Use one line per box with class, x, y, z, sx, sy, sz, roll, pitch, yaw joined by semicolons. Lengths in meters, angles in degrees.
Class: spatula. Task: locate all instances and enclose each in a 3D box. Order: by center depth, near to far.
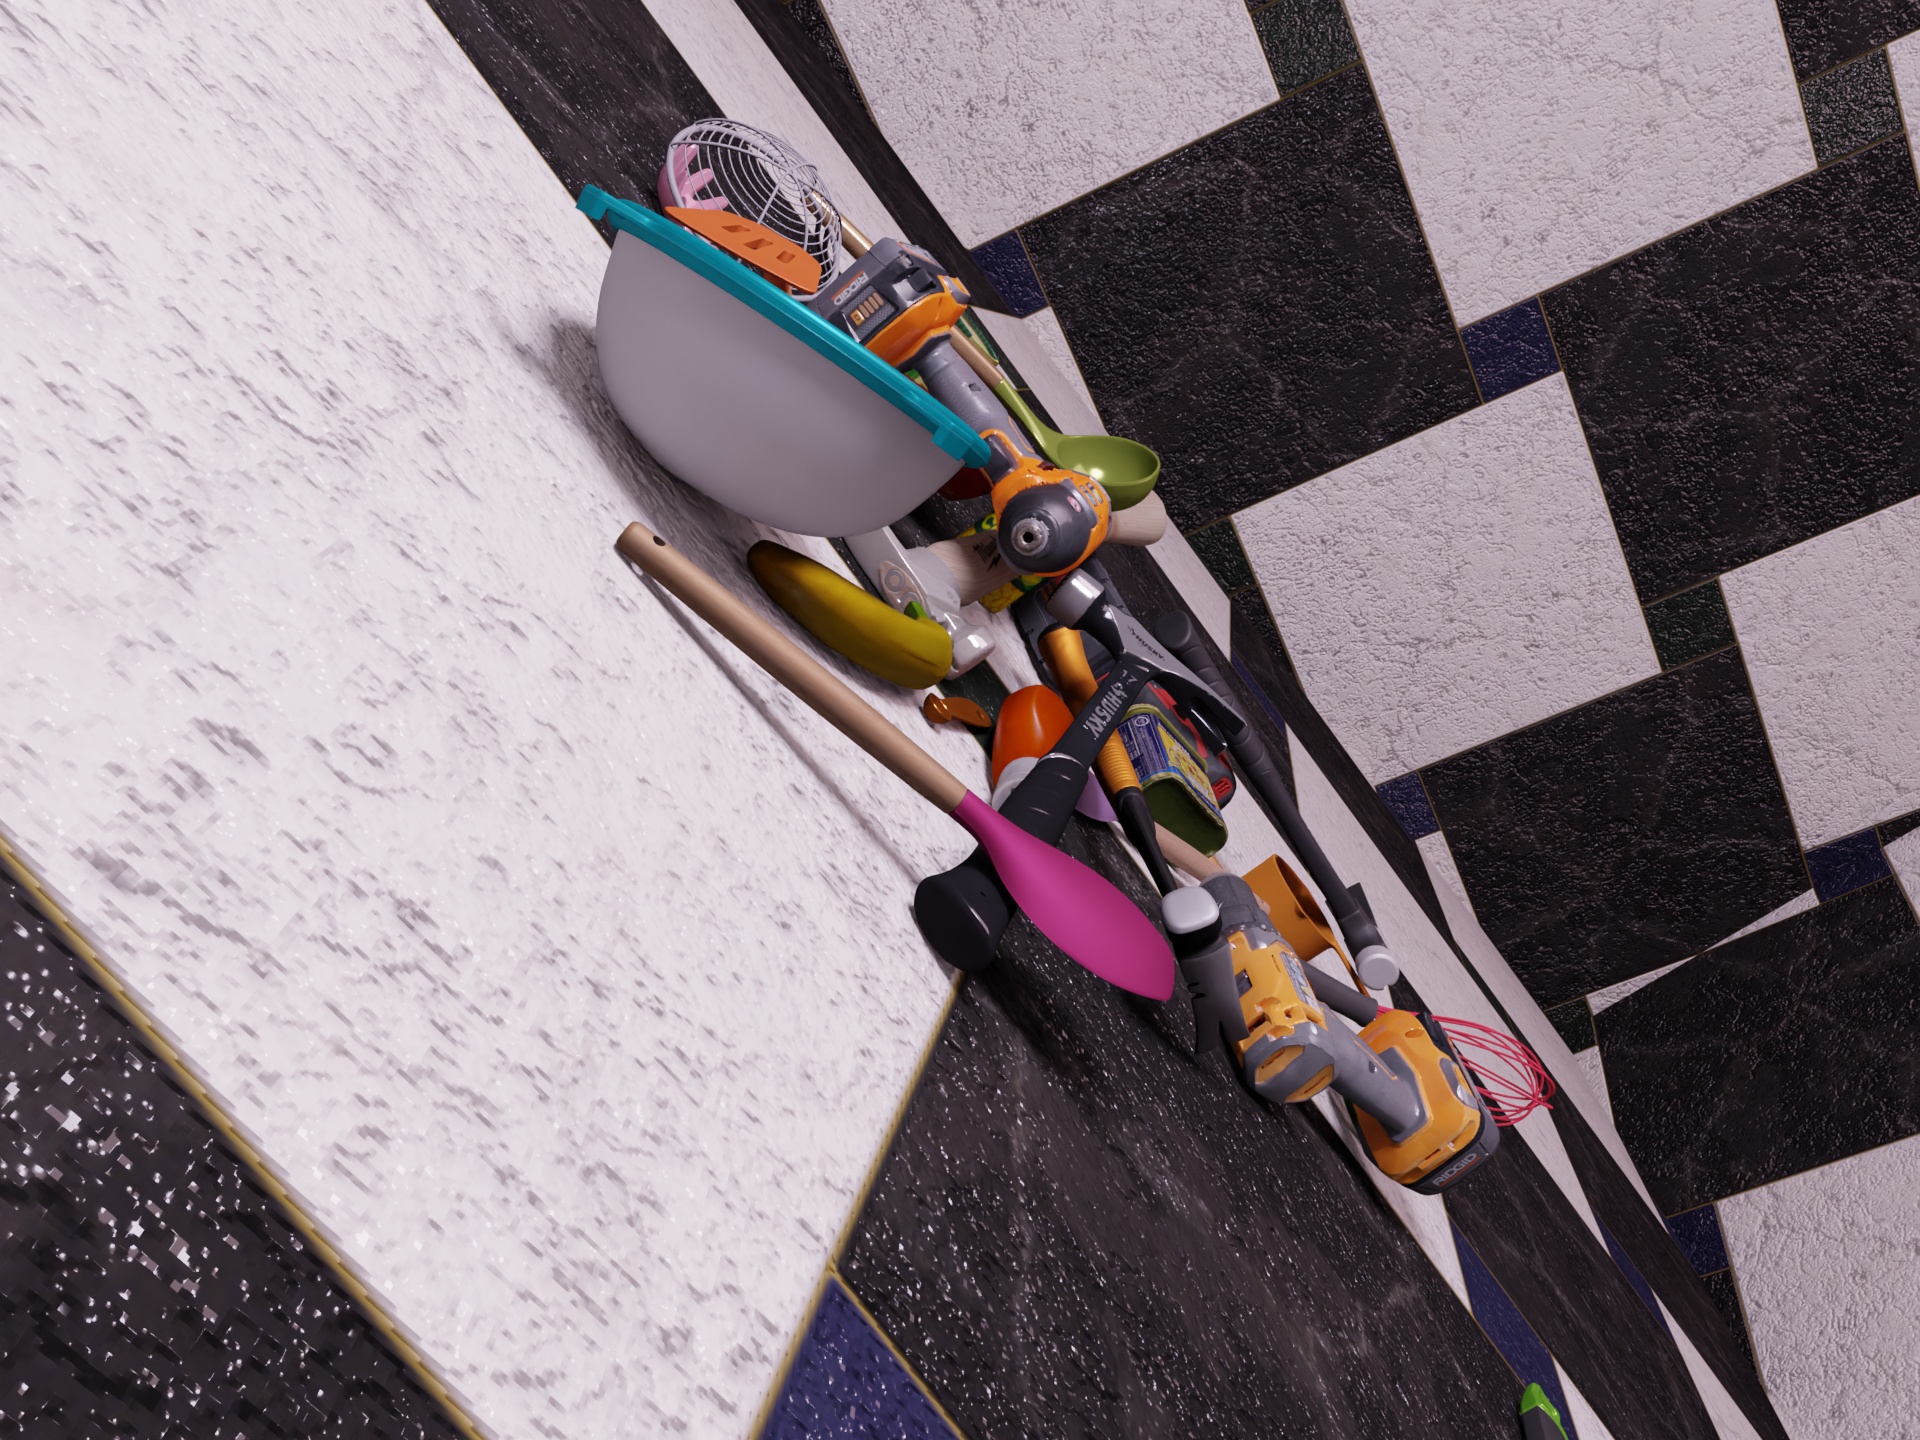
spatula;-0.109;-0.233;0.903;0.081;0.041;0.322;29;-3;-4
spatula;0.136;0.082;1.126;0.315;0.018;0.060;34;29;-41

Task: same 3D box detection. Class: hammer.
hammer;0.063;0.025;0.859;0.149;0.036;0.409;40;28;1
hammer;0.106;0.051;1.009;0.337;0.034;0.127;-109;180;-49
hammer;0.051;-0.137;1.131;0.146;0.038;0.410;55;31;4
hammer;0.254;0.056;1.292;0.334;0.035;0.146;57;12;-9

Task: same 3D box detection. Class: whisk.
whisk;0.321;0.228;1.192;0.295;0.073;0.073;28;21;-11

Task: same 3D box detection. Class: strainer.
strainer;-0.097;-0.153;0.822;0.211;0.095;0.340;33;4;-3

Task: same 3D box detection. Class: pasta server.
pasta server;-0.151;-0.269;1.005;0.060;0.040;0.317;56;10;-49

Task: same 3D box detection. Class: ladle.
ladle;0.015;-0.264;1.124;0.320;0.062;0.078;43;35;-13

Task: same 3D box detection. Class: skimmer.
skimmer;-0.119;-0.299;1.102;0.127;0.090;0.363;62;-1;6

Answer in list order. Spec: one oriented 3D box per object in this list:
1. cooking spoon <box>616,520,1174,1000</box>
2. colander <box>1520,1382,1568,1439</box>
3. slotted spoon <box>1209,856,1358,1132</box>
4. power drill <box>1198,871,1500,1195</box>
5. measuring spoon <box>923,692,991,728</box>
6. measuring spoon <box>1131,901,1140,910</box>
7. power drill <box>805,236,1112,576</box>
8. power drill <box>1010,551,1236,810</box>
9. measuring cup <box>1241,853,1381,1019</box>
cooking spoon;-0.021;0.020;0.698;0.318;0.017;0.069;39;29;-12
colander;0.381;0.474;0.892;0.204;0.094;0.397;55;15;1
slotted spoon;0.243;0.189;1.228;0.314;0.031;0.070;57;23;17
power drill;0.252;0.208;1.091;0.226;0.084;0.186;35;22;-28
measuring spoon;-0.001;-0.003;0.939;0.021;0.011;0.117;56;11;11
measuring spoon;0.073;0.097;0.916;0.128;0.021;0.042;43;19;-39
power drill;0.005;-0.186;0.988;0.226;0.084;0.164;52;17;-3
power drill;0.134;-0.039;1.305;0.226;0.080;0.188;46;14;-39
measuring cup;0.283;0.194;1.293;0.173;0.052;0.095;57;15;4
